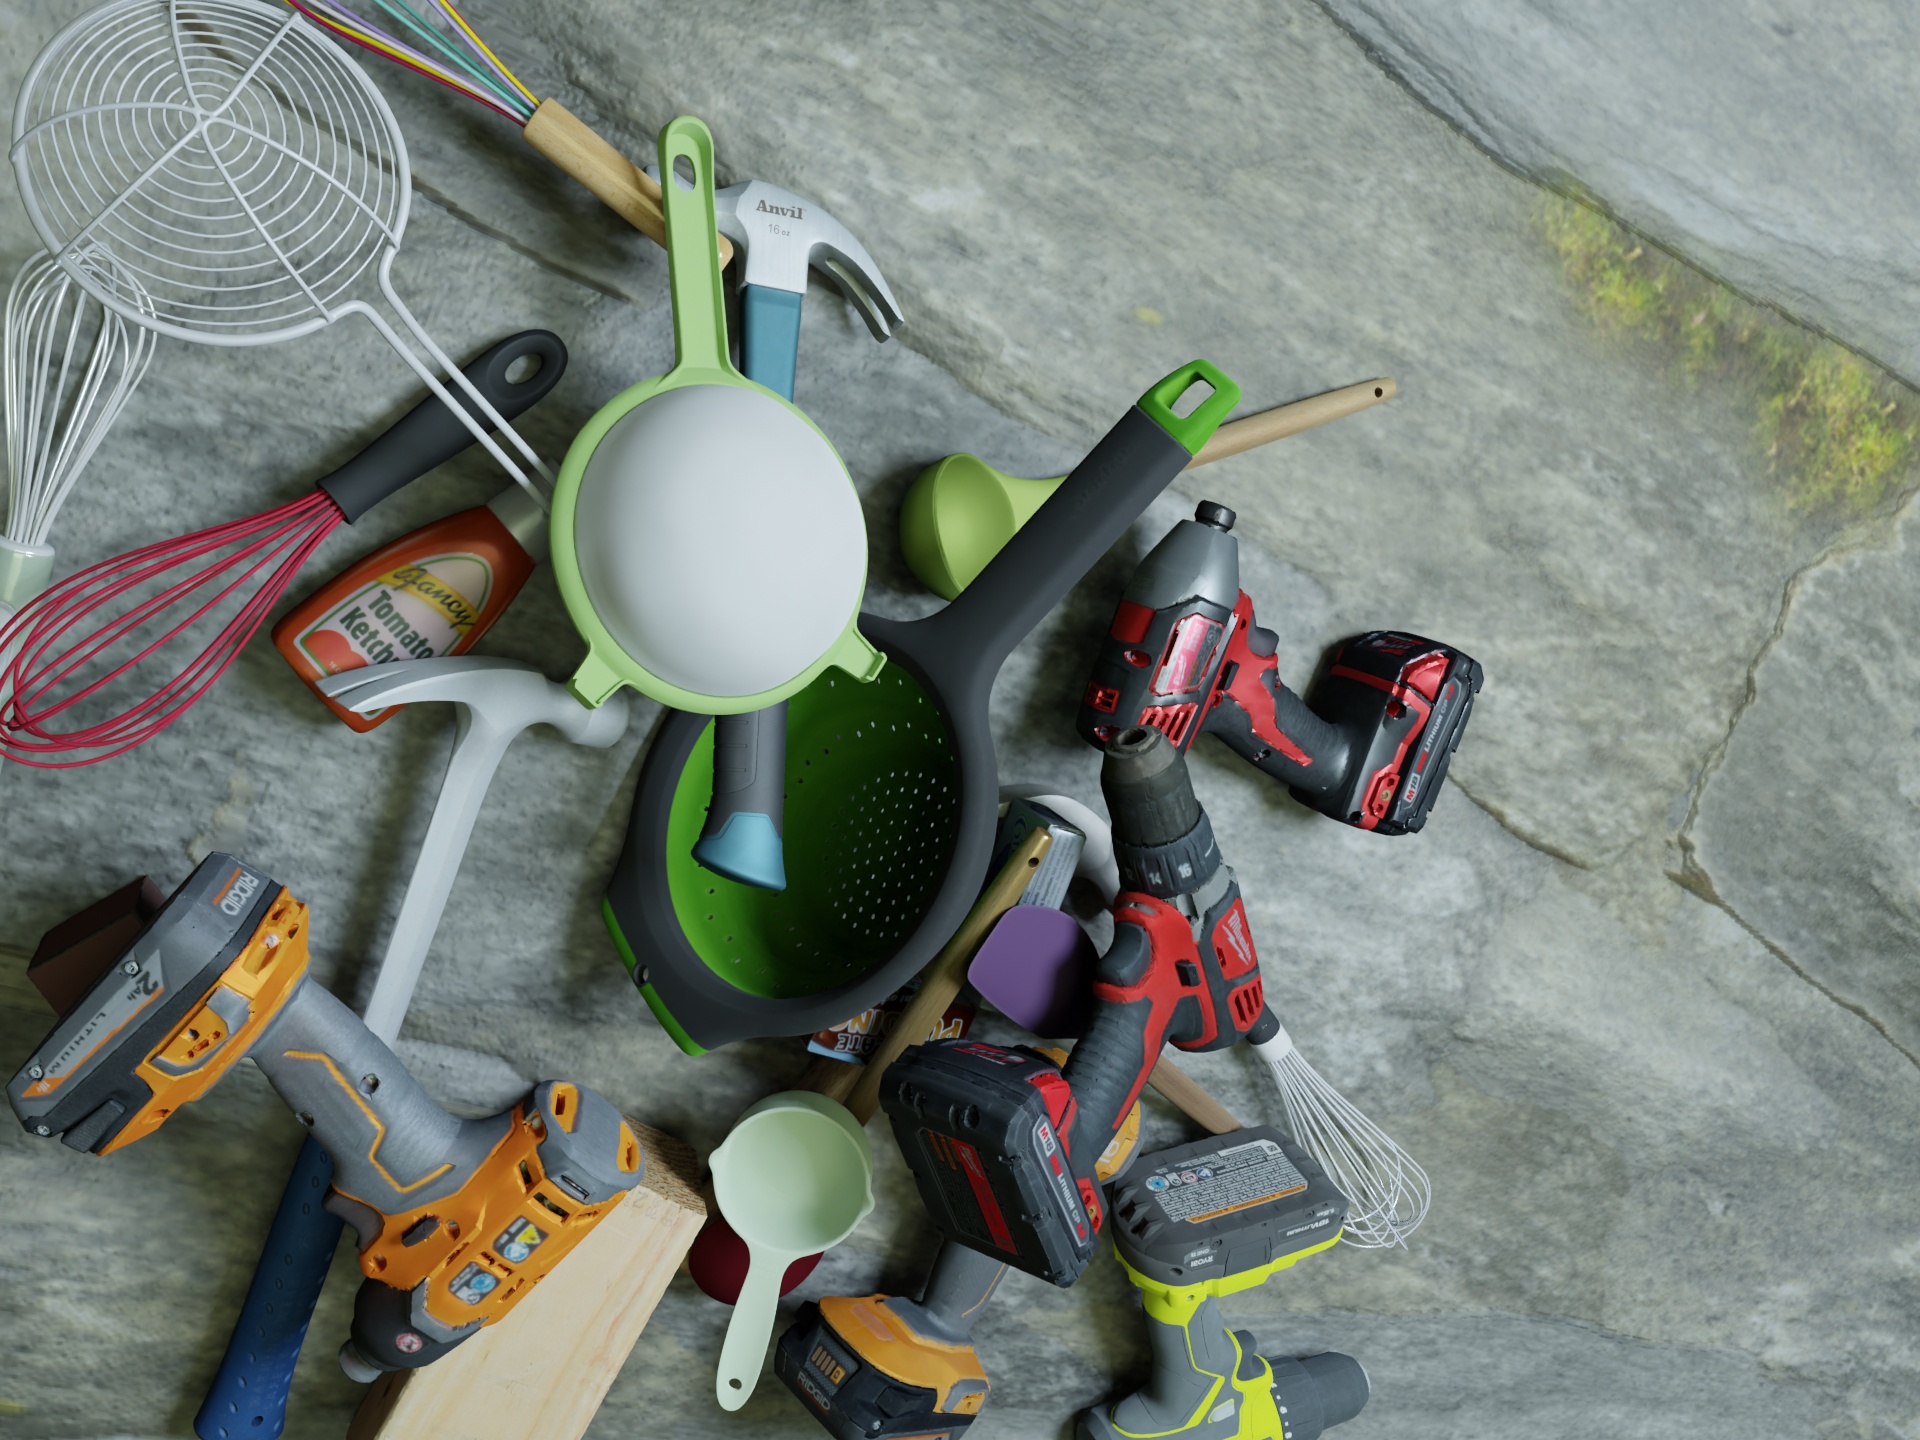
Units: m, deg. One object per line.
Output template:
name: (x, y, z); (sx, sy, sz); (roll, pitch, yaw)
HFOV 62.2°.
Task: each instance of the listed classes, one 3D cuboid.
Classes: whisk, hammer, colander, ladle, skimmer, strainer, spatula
whisk: (-0.391, -0.081, 0.666); (0.057, 0.059, 0.246); (17, 99, -12)
hammer: (-0.284, 0.158, 0.749); (0.144, 0.035, 0.405); (13, 101, -49)
whisk: (-0.289, -0.084, 0.691); (0.296, 0.073, 0.073); (-42, 114, -20)
colander: (-0.001, -0.002, 0.765); (0.397, 0.205, 0.094); (-47, 146, 10)
ladle: (0.111, -0.137, 0.850); (0.320, 0.062, 0.078); (-20, 105, -19)
whisk: (-0.203, -0.272, 0.684); (0.244, 0.051, 0.047); (36, 94, -18)
skimmer: (-0.213, -0.130, 0.662); (0.127, 0.090, 0.362); (-56, 144, -15)
strainer: (-0.095, -0.131, 0.668); (0.151, 0.069, 0.256); (-6, 93, -35)
spatula: (0.098, 0.182, 0.879); (0.060, 0.018, 0.315); (-54, 134, -10)
whisk: (0.205, 0.218, 0.968); (0.070, 0.070, 0.284); (-38, 108, -10)
hammer: (-0.043, 0.167, 0.867); (0.331, 0.031, 0.130); (-46, 114, -7)
ladle: (-0.042, 0.184, 0.807); (0.069, 0.031, 0.315); (27, 103, -28)
hammer: (-0.095, -0.088, 0.739); (0.128, 0.033, 0.331); (5, 82, -22)

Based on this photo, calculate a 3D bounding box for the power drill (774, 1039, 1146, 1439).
power drill: (-0.004, 0.274, 0.850); (0.226, 0.084, 0.185); (-56, 143, -3)

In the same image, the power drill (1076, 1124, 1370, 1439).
power drill: (0.168, 0.365, 0.960); (0.190, 0.080, 0.228); (-10, 116, -19)

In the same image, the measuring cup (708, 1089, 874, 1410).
measuring cup: (-0.092, 0.261, 0.790); (0.083, 0.038, 0.167); (16, 101, 0)

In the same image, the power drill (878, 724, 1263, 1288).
power drill: (0.063, 0.129, 0.763); (0.227, 0.080, 0.187); (-43, 127, -37)

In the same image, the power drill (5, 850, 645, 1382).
power drill: (-0.271, 0.181, 0.674); (0.226, 0.084, 0.164); (42, 98, -18)

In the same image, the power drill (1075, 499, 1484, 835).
power drill: (0.176, -0.025, 0.877); (0.219, 0.079, 0.143); (18, 94, -29)
